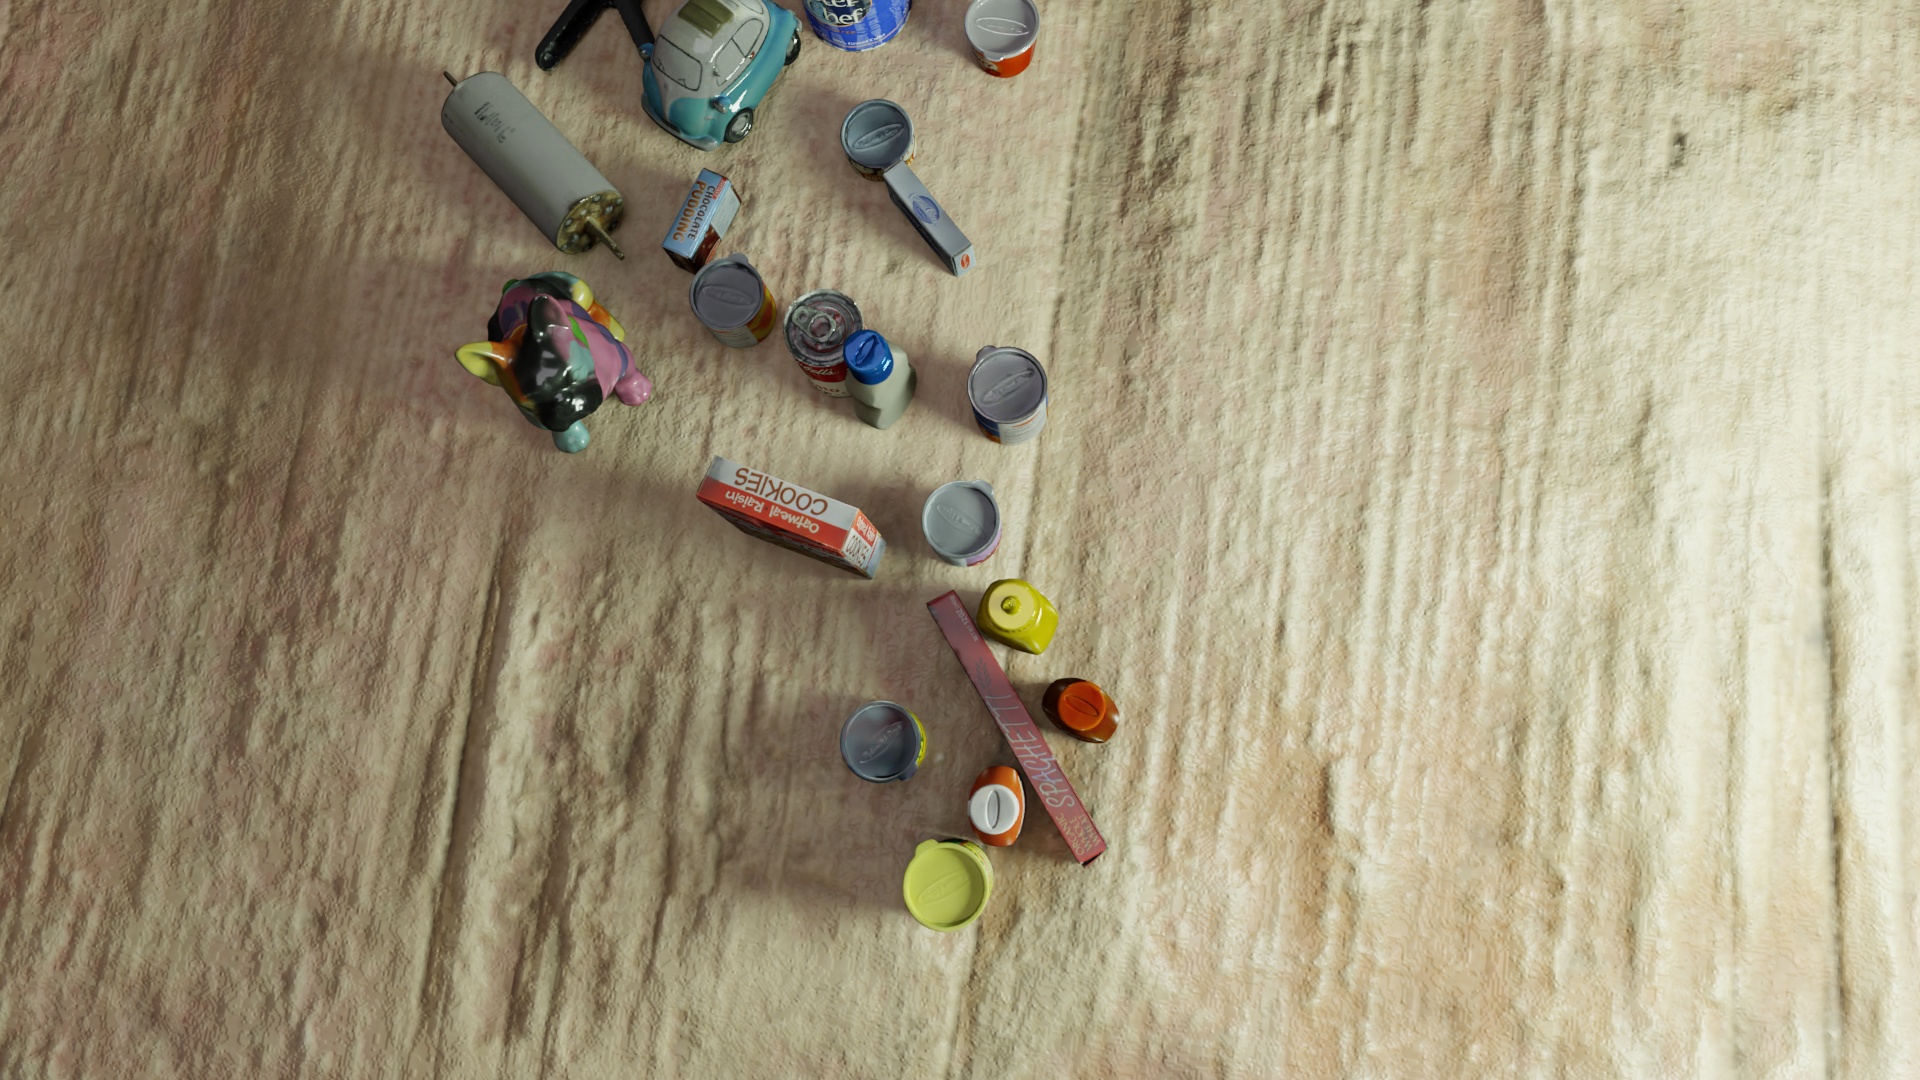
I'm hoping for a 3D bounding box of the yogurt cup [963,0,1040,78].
[{"bbox_3d":[0.039,-0.456,1.256,0.072,0.054,0.072,-1,80,4],"label":"yogurt cup"}]

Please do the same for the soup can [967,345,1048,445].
[{"bbox_3d":[0.040,-0.124,1.183,0.071,0.083,0.071,-1,80,4],"label":"soup can"}]

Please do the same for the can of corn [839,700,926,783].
[{"bbox_3d":[-0.061,0.170,1.152,0.071,0.058,0.071,-1,80,4],"label":"can of corn"}]

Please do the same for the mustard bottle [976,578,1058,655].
[{"bbox_3d":[0.044,0.058,1.112,0.065,0.160,0.049,23,83,8],"label":"mustard bottle"}]

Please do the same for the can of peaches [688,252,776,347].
[{"bbox_3d":[-0.199,-0.211,1.229,0.071,0.058,0.071,-1,80,4],"label":"can of peaches"}]

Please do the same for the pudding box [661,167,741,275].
[{"bbox_3d":[-0.232,-0.285,1.248,0.030,0.049,0.084,24,83,8],"label":"pudding box"}]

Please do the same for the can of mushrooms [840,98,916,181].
[{"bbox_3d":[-0.073,-0.360,1.258,0.071,0.033,0.071,-1,80,4],"label":"can of mushrooms"}]

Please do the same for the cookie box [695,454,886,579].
[{"bbox_3d":[-0.134,-0.015,1.134,0.123,0.167,0.040,20,83,7],"label":"cookie box"}]

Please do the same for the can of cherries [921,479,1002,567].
[{"bbox_3d":[0.004,-0.015,1.180,0.071,0.058,0.071,-1,80,4],"label":"can of cherries"}]

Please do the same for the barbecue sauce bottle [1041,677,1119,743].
[{"bbox_3d":[0.095,0.134,1.101,0.065,0.148,0.044,29,84,8],"label":"barbecue sauce bottle"}]

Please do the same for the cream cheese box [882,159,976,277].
[{"bbox_3d":[-0.027,-0.284,1.231,0.024,0.053,0.104,-38,80,-2],"label":"cream cheese box"}]

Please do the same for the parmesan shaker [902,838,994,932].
[{"bbox_3d":[-0.009,0.270,1.108,0.071,0.103,0.071,-1,81,4],"label":"parmesan shaker"}]

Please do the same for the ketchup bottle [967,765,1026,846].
[{"bbox_3d":[0.028,0.210,1.093,0.043,0.148,0.065,1,81,5],"label":"ketchup bottle"}]

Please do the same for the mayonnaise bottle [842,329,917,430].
[{"bbox_3d":[-0.069,-0.138,1.161,0.041,0.148,0.065,30,84,8],"label":"mayonnaise bottle"}]

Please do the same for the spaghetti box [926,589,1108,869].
[{"bbox_3d":[0.047,0.154,1.151,0.029,0.050,0.250,-31,79,-1],"label":"spaghetti box"}]
